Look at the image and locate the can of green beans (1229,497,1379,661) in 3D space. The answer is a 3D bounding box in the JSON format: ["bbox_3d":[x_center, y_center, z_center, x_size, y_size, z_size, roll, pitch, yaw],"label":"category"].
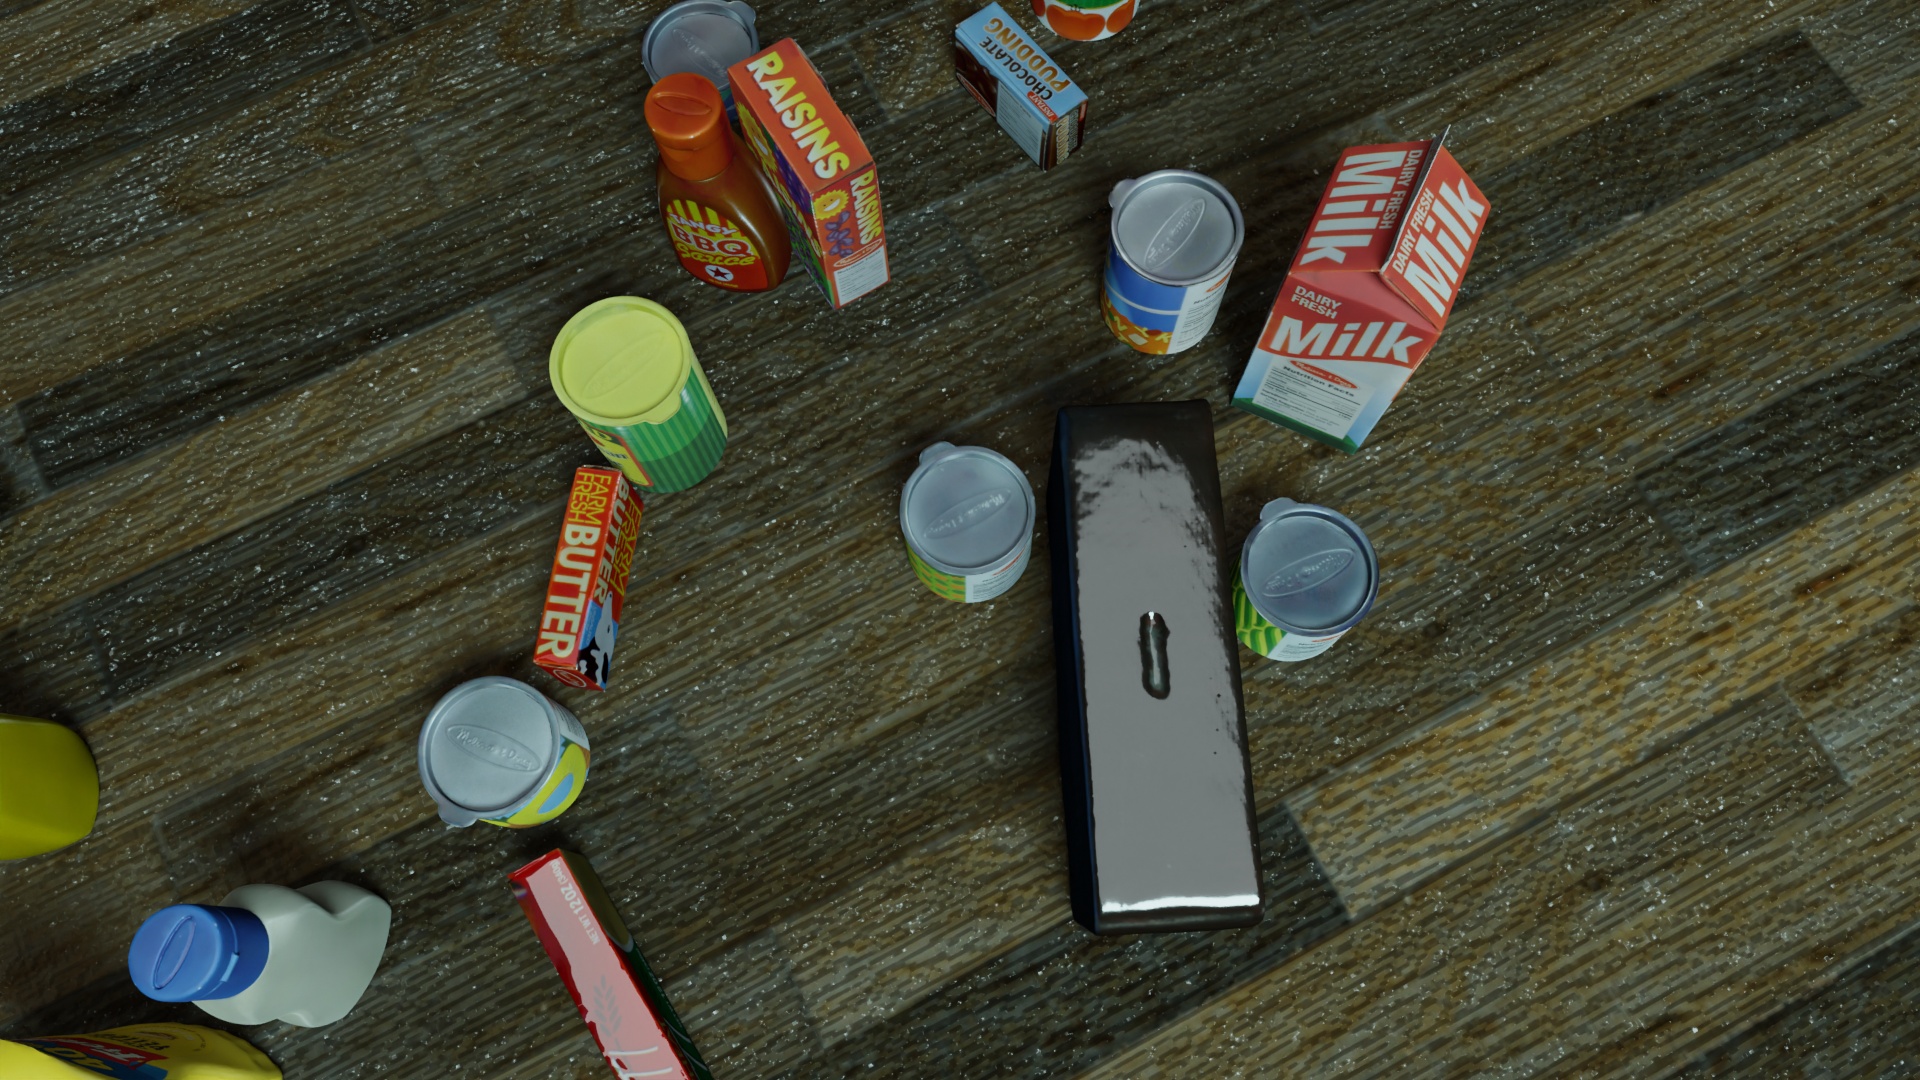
[{"bbox_3d":[0.167,0.022,0.687,0.071,0.057,0.071,0,73,1],"label":"can of green beans"}]

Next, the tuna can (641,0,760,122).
[{"bbox_3d":[-0.145,-0.276,0.798,0.071,0.032,0.071,0,73,1],"label":"tuna can"}]

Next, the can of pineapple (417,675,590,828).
[{"bbox_3d":[-0.218,0.104,0.665,0.071,0.057,0.071,0,73,1],"label":"can of pineapple"}]

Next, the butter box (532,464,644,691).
[{"bbox_3d":[-0.185,0.019,0.694,0.024,0.053,0.104,7,73,3],"label":"butter box"}]

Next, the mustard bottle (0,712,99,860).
[{"bbox_3d":[-0.449,0.104,0.615,0.049,0.159,0.065,-13,73,-3],"label":"mustard bottle"}]

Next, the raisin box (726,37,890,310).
[{"bbox_3d":[-0.076,-0.187,0.721,0.040,0.123,0.086,-30,75,-8],"label":"raisin box"}]

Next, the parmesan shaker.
[{"bbox_3d":[-0.156,-0.067,0.695,0.071,0.102,0.071,0,73,1],"label":"parmesan shaker"}]

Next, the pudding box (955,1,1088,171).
[{"bbox_3d":[0.033,-0.255,0.780,0.030,0.049,0.084,-38,76,-10],"label":"pudding box"}]

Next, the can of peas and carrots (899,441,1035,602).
[{"bbox_3d":[0.002,-0.009,0.698,0.071,0.058,0.071,0,73,1],"label":"can of peas and carrots"}]

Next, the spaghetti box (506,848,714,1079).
[{"bbox_3d":[-0.126,0.251,0.622,0.029,0.050,0.250,-33,75,-9],"label":"spaghetti box"}]

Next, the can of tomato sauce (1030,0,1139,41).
[{"bbox_3d":[0.071,-0.336,0.788,0.071,0.083,0.071,0,73,1],"label":"can of tomato sauce"}]

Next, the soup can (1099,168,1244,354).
[{"bbox_3d":[0.106,-0.145,0.727,0.071,0.083,0.071,0,73,1],"label":"soup can"}]

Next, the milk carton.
[{"bbox_3d":[0.190,-0.117,0.661,0.073,0.190,0.072,24,75,8],"label":"milk carton"}]

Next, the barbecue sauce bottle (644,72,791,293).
[{"bbox_3d":[-0.126,-0.179,0.707,0.065,0.148,0.044,15,74,5],"label":"barbecue sauce bottle"}]

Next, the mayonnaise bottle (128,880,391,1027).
[{"bbox_3d":[-0.297,0.177,0.596,0.041,0.147,0.065,17,74,6],"label":"mayonnaise bottle"}]
